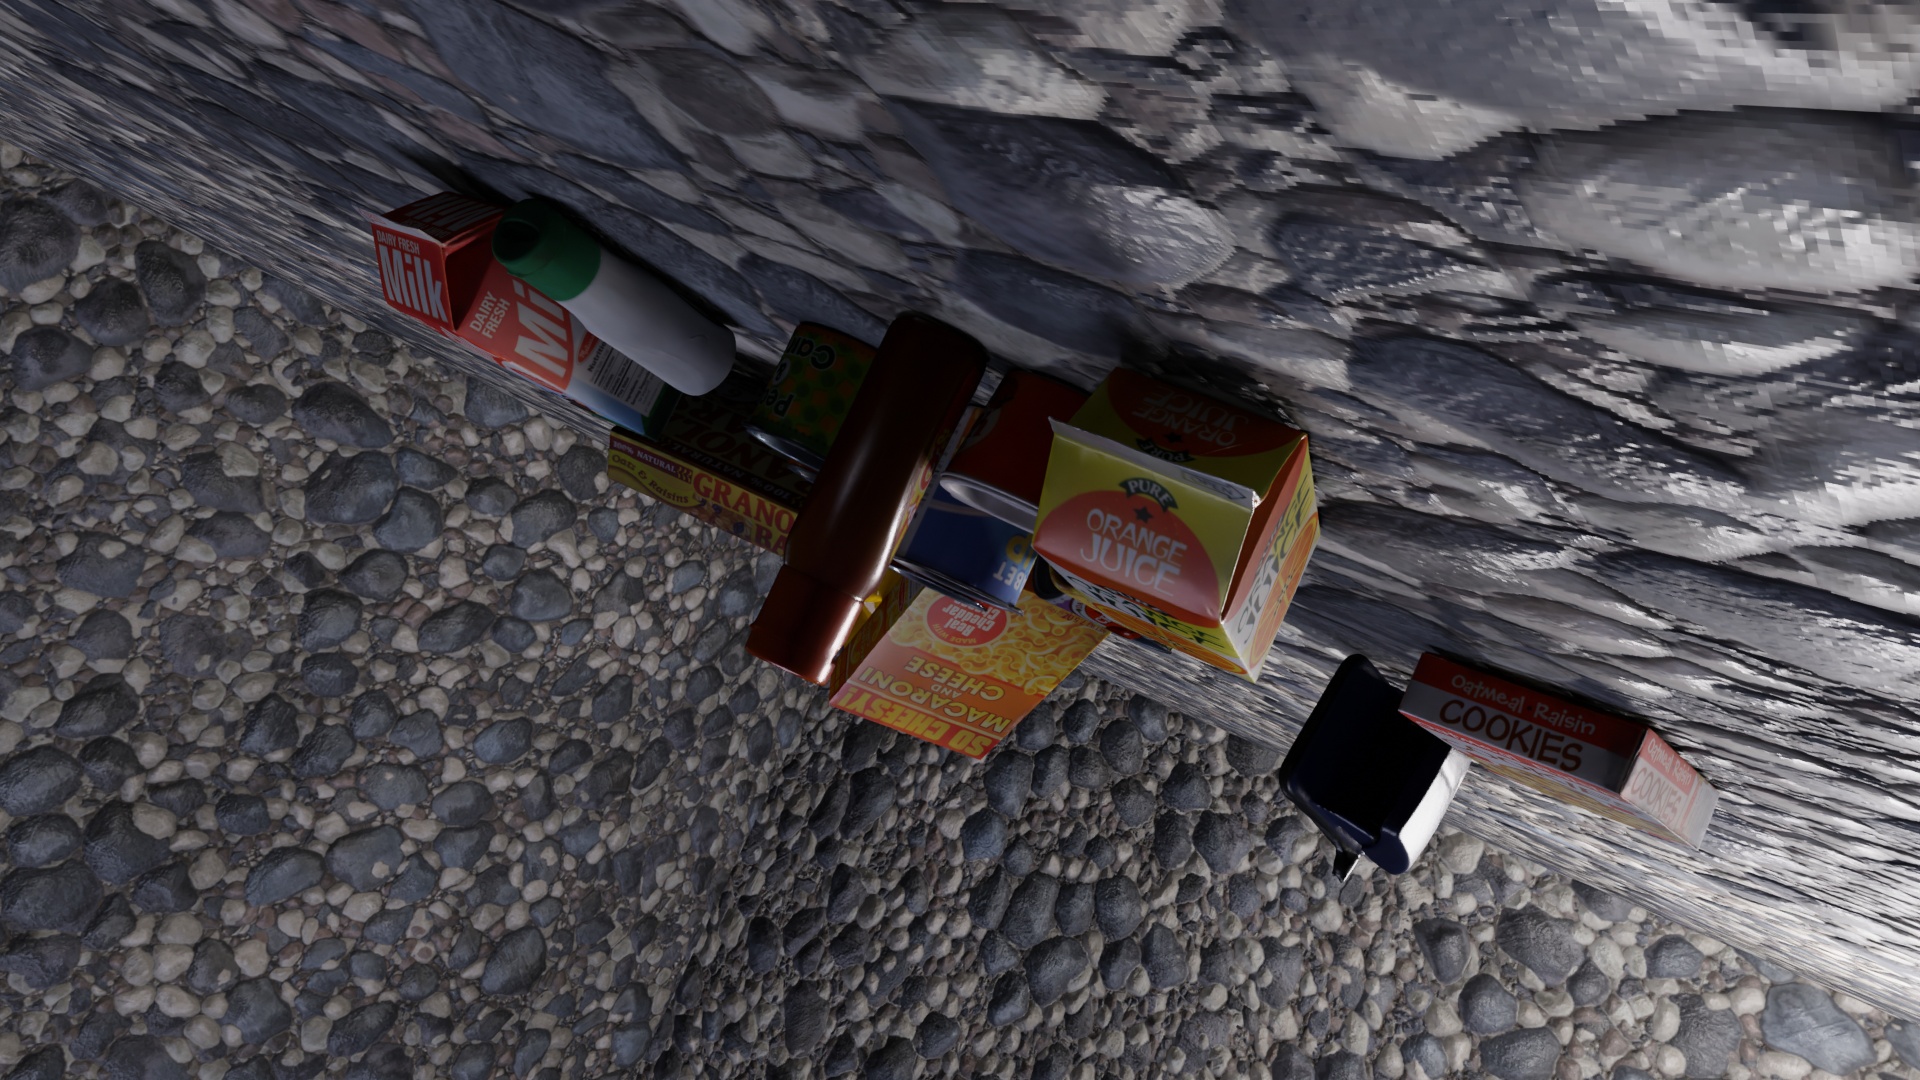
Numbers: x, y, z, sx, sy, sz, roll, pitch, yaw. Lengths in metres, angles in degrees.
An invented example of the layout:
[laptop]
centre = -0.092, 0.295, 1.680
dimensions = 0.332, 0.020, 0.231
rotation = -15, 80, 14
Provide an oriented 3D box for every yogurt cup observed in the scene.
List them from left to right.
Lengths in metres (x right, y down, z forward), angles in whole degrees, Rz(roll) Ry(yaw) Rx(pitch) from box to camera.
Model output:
[yogurt cup]
centre = 0.033, -0.034, 0.569
dimensions = 0.072, 0.054, 0.072
rotation = 25, 175, 3

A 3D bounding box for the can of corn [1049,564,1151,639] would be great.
[can of corn]
centre = 0.086, 0.009, 0.677
dimensions = 0.058, 0.071, 0.071
rotation = 28, 174, -27

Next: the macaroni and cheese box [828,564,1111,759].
[macaroni and cheese box]
centre = 0.005, 0.069, 0.914
dimensions = 0.124, 0.040, 0.165
rotation = 23, 131, -20

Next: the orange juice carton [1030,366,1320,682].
[orange juice carton]
centre = 0.084, -0.005, 0.515
dimensions = 0.072, 0.073, 0.192
rotation = 23, 174, 20

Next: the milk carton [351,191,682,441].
[milk carton]
centre = -0.237, -0.130, 0.762
dimensions = 0.072, 0.073, 0.190
rotation = 22, 174, 37

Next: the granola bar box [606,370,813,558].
[granola bar box]
centre = -0.117, -0.047, 0.874
dimensions = 0.166, 0.038, 0.125
rotation = 23, -147, 15

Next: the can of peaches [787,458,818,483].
[can of peaches]
centre = -0.056, -0.053, 0.775
dimensions = 0.071, 0.058, 0.071
rotation = 24, 175, 2

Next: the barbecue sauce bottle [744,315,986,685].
[barbecue sauce bottle]
centre = -0.040, -0.016, 0.563
dimensions = 0.044, 0.148, 0.065
rotation = 26, 174, -3

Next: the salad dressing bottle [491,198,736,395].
[salad dressing bottle]
centre = -0.175, -0.123, 0.714
dimensions = 0.064, 0.044, 0.147
rotation = 24, 174, 32

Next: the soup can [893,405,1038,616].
[soup can]
centre = 0.015, -0.014, 0.686
dimensions = 0.071, 0.084, 0.071
rotation = 25, 175, 2

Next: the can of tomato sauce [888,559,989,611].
[can of tomato sauce]
centre = 0.003, -0.010, 0.795
dimensions = 0.071, 0.083, 0.071
rotation = 25, 175, 3

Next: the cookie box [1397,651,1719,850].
[cookie box]
centre = 0.336, 0.118, 0.775
dimensions = 0.123, 0.040, 0.167
rotation = 20, 174, 44

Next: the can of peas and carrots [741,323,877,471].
[can of peas and carrots]
centre = -0.064, -0.066, 0.676
dimensions = 0.071, 0.059, 0.071
rotation = 25, 174, 3

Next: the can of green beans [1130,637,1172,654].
[can of green beans]
centre = 0.108, 0.029, 0.836
dimensions = 0.071, 0.058, 0.071
rotation = 25, 175, 3

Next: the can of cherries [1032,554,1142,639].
[can of cherries]
centre = 0.082, 0.016, 0.760
dimensions = 0.058, 0.071, 0.071
rotation = 27, 174, -22
